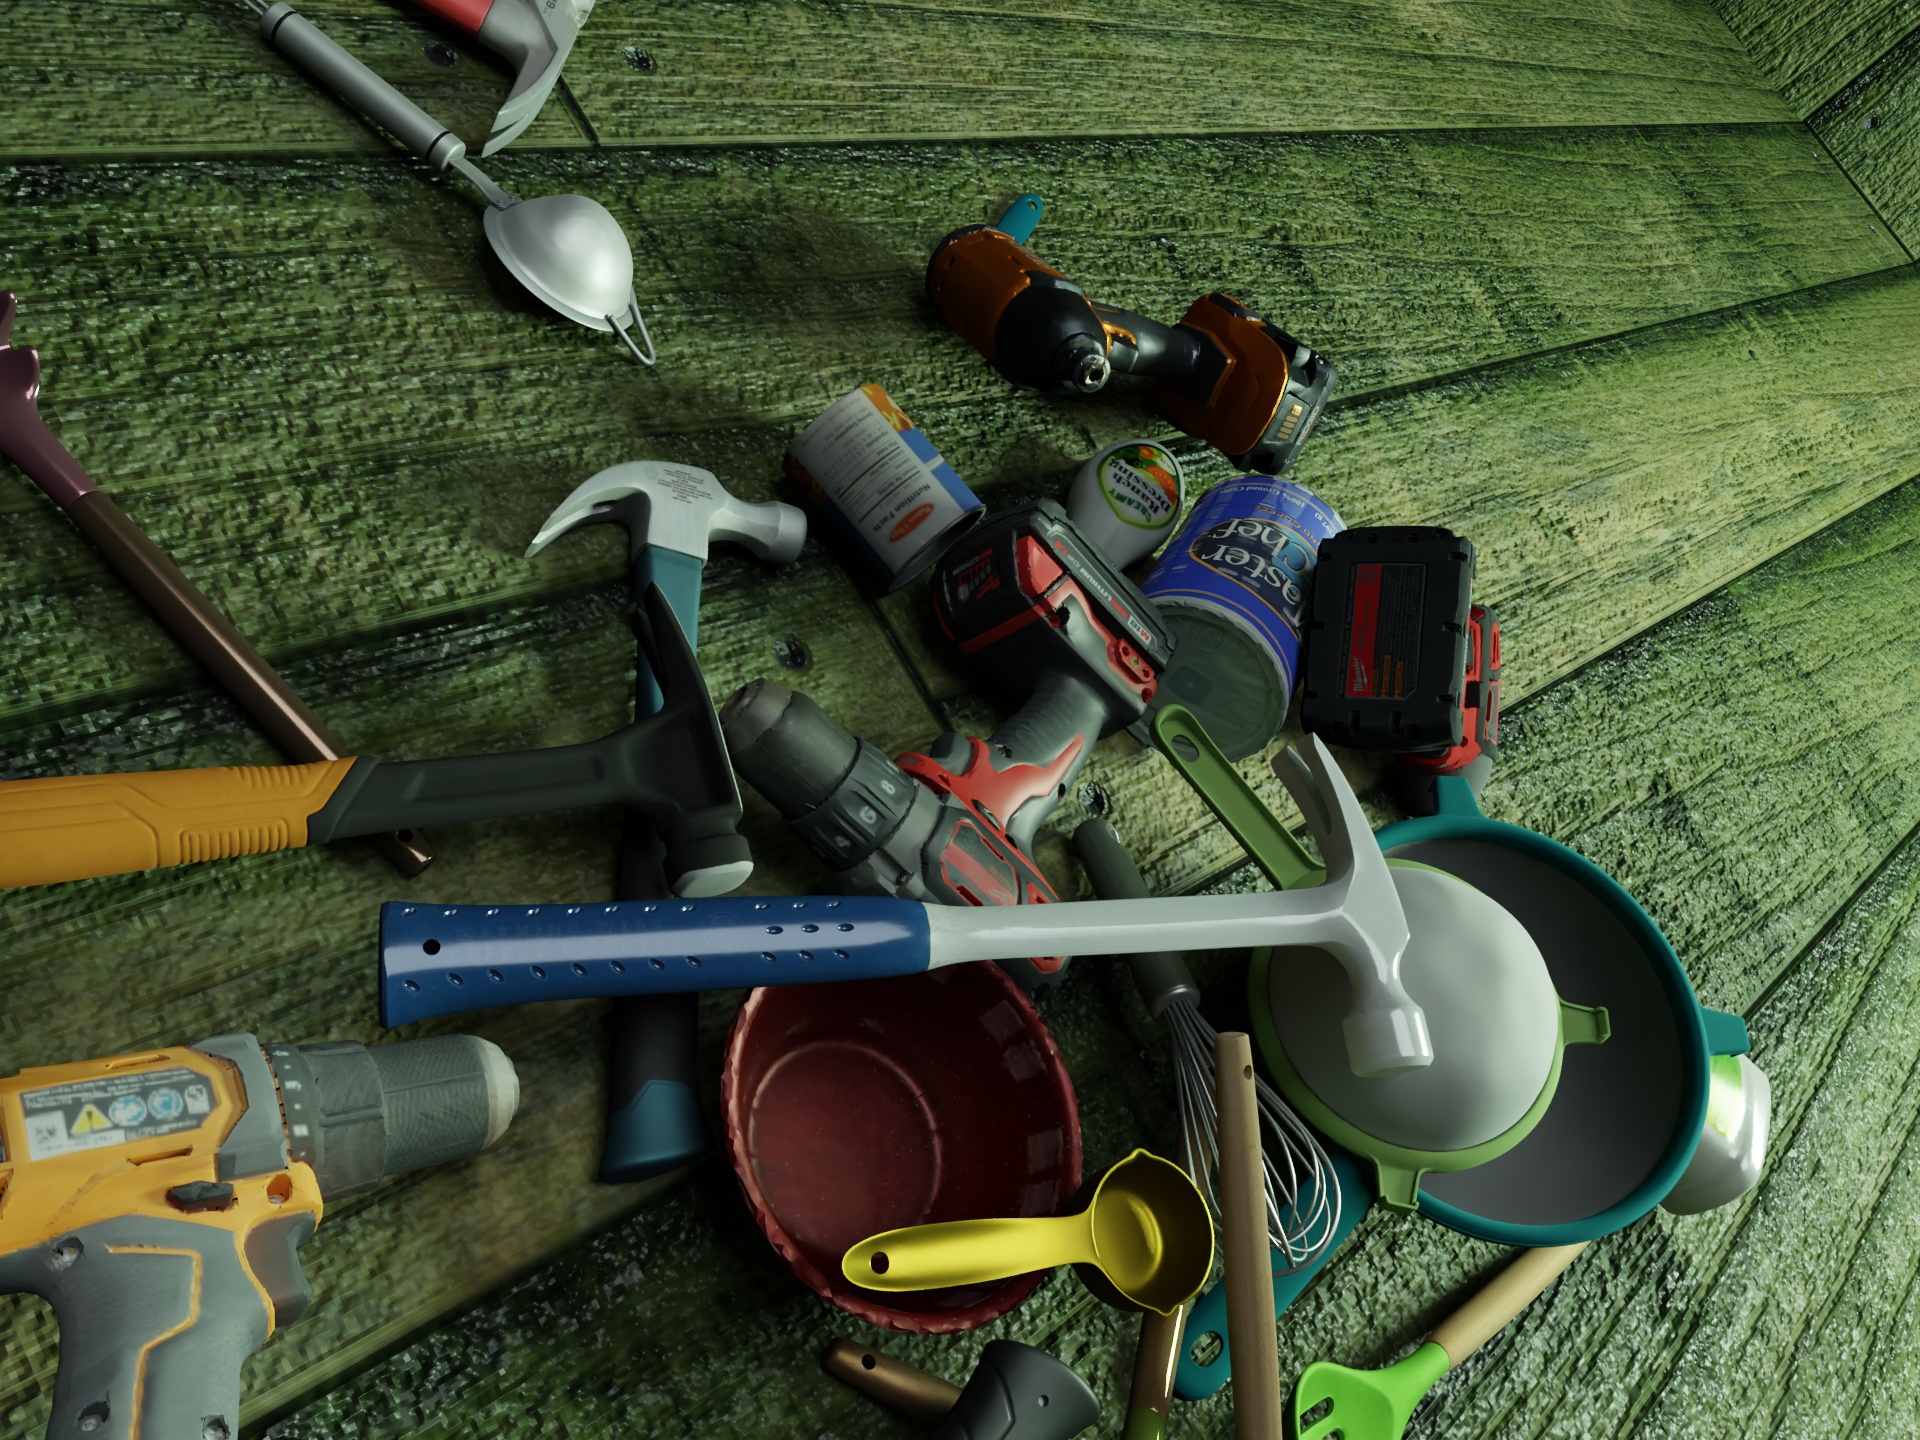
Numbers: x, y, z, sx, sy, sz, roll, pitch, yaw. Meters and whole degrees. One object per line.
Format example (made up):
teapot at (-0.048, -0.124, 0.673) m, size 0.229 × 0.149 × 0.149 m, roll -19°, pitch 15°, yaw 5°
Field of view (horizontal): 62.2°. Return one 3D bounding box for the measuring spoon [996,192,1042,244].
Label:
measuring spoon at (0.032, -0.310, 1.010) m, size 0.042 × 0.021 × 0.129 m, roll 37°, pitch 47°, yaw -10°

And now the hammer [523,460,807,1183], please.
hammer at (-0.123, 0.026, 0.664) m, size 0.128 × 0.033 × 0.331 m, roll 15°, pitch 54°, yaw -29°

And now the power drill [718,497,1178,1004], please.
power drill at (-0.001, -0.002, 0.728) m, size 0.187 × 0.080 × 0.227 m, roll 44°, pitch 47°, yaw -20°

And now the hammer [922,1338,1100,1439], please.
hammer at (-0.078, 0.304, 0.481) m, size 0.335 × 0.035 × 0.146 m, roll -27°, pitch 79°, yaw -36°

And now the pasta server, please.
pasta server at (-0.305, -0.064, 0.588) m, size 0.316 × 0.040 × 0.060 m, roll 48°, pitch 54°, yaw -2°

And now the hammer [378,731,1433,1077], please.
hammer at (-0.005, 0.076, 0.604) m, size 0.405 × 0.035 × 0.144 m, roll 0°, pitch 68°, yaw -22°

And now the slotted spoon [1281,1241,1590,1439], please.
slotted spoon at (0.233, 0.288, 0.740) m, size 0.313 × 0.031 × 0.070 m, roll -10°, pitch 72°, yaw -47°

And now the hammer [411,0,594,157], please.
hammer at (-0.376, -0.419, 0.774) m, size 0.386 × 0.038 × 0.143 m, roll 25°, pitch 51°, yaw -21°

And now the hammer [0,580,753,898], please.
hammer at (-0.242, 0.023, 0.551) m, size 0.336 × 0.034 × 0.127 m, roll -7°, pitch 67°, yaw -31°

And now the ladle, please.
ladle at (0.074, 0.256, 0.621) m, size 0.078 × 0.062 × 0.320 m, roll 15°, pitch 37°, yaw 7°

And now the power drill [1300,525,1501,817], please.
power drill at (0.256, -0.016, 0.885) m, size 0.219 × 0.078 × 0.143 m, roll 26°, pitch 69°, yaw -61°

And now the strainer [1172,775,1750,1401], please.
strainer at (0.203, 0.197, 0.762) m, size 0.340 × 0.095 × 0.211 m, roll -39°, pitch 73°, yaw -24°

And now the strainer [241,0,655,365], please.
strainer at (-0.243, -0.272, 0.772) m, size 0.258 × 0.050 × 0.087 m, roll 37°, pitch 30°, yaw -6°

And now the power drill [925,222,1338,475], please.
power drill at (0.106, -0.211, 0.925) m, size 0.226 × 0.084 × 0.164 m, roll 9°, pitch 28°, yaw -31°

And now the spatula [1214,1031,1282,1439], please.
spatula at (0.110, 0.276, 0.594) m, size 0.059 × 0.018 × 0.316 m, roll -2°, pitch 88°, yaw -42°

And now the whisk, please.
whisk at (0.098, 0.134, 0.708) m, size 0.057 × 0.059 × 0.247 m, roll 53°, pitch 10°, yaw -45°

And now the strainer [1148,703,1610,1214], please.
strainer at (0.179, 0.081, 0.728) m, size 0.151 × 0.069 × 0.256 m, roll -31°, pitch 71°, yaw -23°

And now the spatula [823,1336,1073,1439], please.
spatula at (0.081, 0.320, 0.627) m, size 0.317 × 0.044 × 0.082 m, roll 31°, pitch 48°, yaw -10°

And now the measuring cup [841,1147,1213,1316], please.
measuring cup at (0.023, 0.196, 0.591) m, size 0.156 × 0.029 × 0.062 m, roll 3°, pitch 65°, yaw -27°

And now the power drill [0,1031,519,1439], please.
power drill at (-0.192, 0.186, 0.451) m, size 0.185 × 0.084 × 0.226 m, roll -3°, pitch 45°, yaw -38°
